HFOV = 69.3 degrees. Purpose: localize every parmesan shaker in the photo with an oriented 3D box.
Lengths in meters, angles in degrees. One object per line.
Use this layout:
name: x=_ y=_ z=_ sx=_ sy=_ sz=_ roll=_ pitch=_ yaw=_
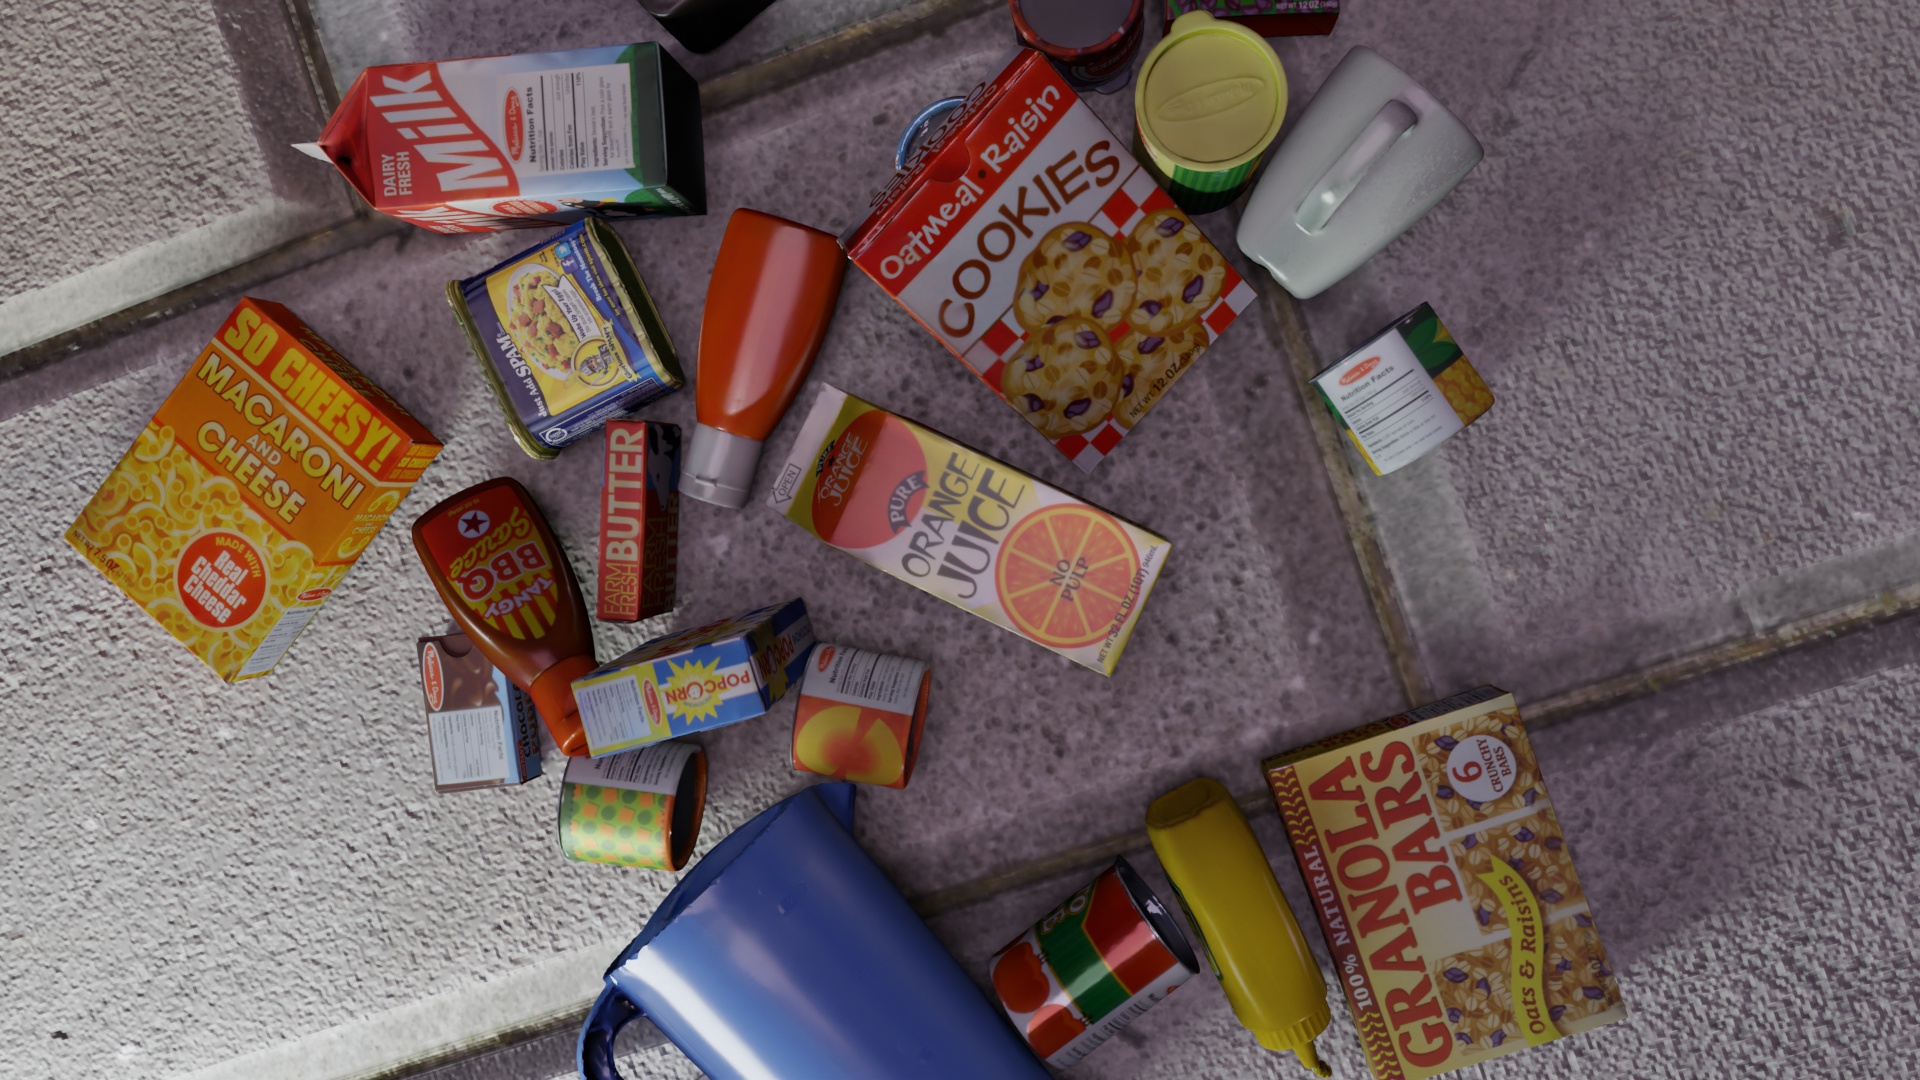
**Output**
parmesan shaker: x=0.115 y=-0.199 z=0.658 sx=0.071 sy=0.103 sz=0.071 roll=0 pitch=92 yaw=6

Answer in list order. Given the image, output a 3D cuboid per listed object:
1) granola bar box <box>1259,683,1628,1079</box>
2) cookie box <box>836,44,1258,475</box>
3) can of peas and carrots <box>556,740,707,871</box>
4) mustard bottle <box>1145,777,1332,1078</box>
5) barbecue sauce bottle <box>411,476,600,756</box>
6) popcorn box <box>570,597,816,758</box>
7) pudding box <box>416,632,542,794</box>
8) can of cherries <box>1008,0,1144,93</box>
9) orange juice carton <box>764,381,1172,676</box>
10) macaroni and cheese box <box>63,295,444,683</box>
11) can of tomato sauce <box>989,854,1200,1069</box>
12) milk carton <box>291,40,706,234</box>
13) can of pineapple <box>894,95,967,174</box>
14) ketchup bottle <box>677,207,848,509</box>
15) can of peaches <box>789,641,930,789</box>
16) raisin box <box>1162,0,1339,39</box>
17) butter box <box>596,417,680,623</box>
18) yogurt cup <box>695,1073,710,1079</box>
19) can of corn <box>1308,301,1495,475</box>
granola bar box: x=0.235 y=0.169 z=0.685 sx=0.124 sy=0.039 sz=0.165 roll=-20 pitch=89 yaw=6
cookie box: x=0.044 y=-0.129 z=0.658 sx=0.123 sy=0.040 sz=0.167 roll=-47 pitch=119 yaw=6
can of peas and carrots: x=-0.167 y=0.136 z=0.715 sx=0.059 sy=0.071 sz=0.071 roll=5 pitch=92 yaw=6
mustard bottle: x=0.144 y=0.198 z=0.685 sx=0.049 sy=0.065 sz=0.160 roll=-26 pitch=92 yaw=2
barbecue sauce bottle: x=-0.219 y=0.040 z=0.706 sx=0.065 sy=0.043 sz=0.149 roll=-30 pitch=69 yaw=-17
popcorn box: x=-0.124 y=0.064 z=0.677 sx=0.085 sy=0.127 sz=0.038 roll=-15 pitch=94 yaw=7
pudding box: x=-0.256 y=0.089 z=0.740 sx=0.049 sy=0.030 sz=0.083 roll=-7 pitch=90 yaw=7
can of cherries: x=0.060 y=-0.261 z=0.685 sx=0.071 sy=0.058 sz=0.071 roll=0 pitch=91 yaw=6
orange juice carton: x=0.002 y=-0.009 z=0.689 sx=0.193 sy=0.073 sz=0.071 roll=25 pitch=94 yaw=5
macaroni and cheese box: x=-0.378 y=-0.027 z=0.746 sx=0.124 sy=0.040 sz=0.166 roll=40 pitch=95 yaw=4
can of tomato sauce: x=0.065 y=0.209 z=0.691 sx=0.083 sy=0.071 sz=0.071 roll=-39 pitch=87 yaw=6
milk carton: x=-0.234 y=-0.202 z=0.711 sx=0.191 sy=0.072 sz=0.073 roll=-3 pitch=91 yaw=5
can of pineapple: x=0.002 y=-0.183 z=0.693 sx=0.071 sy=0.058 sz=0.071 roll=0 pitch=91 yaw=6
ketchup bottle: x=-0.107 y=-0.091 z=0.714 sx=0.065 sy=0.043 sz=0.148 roll=18 pitch=93 yaw=6
can of peaches: x=-0.050 y=0.090 z=0.702 sx=0.058 sy=0.071 sz=0.071 roll=9 pitch=93 yaw=5
raisin box: x=0.142 y=-0.314 z=0.685 sx=0.086 sy=0.040 sz=0.123 roll=-1 pitch=92 yaw=7
butter box: x=-0.165 y=-0.011 z=0.717 sx=0.024 sy=0.053 sz=0.103 roll=3 pitch=92 yaw=8
yogurt cup: x=-0.122 y=0.311 z=0.715 sx=0.072 sy=0.072 sz=0.054 roll=-36 pitch=96 yaw=6
can of corn: x=0.214 y=-0.074 z=0.671 sx=0.071 sy=0.071 sz=0.058 roll=-35 pitch=89 yaw=6
